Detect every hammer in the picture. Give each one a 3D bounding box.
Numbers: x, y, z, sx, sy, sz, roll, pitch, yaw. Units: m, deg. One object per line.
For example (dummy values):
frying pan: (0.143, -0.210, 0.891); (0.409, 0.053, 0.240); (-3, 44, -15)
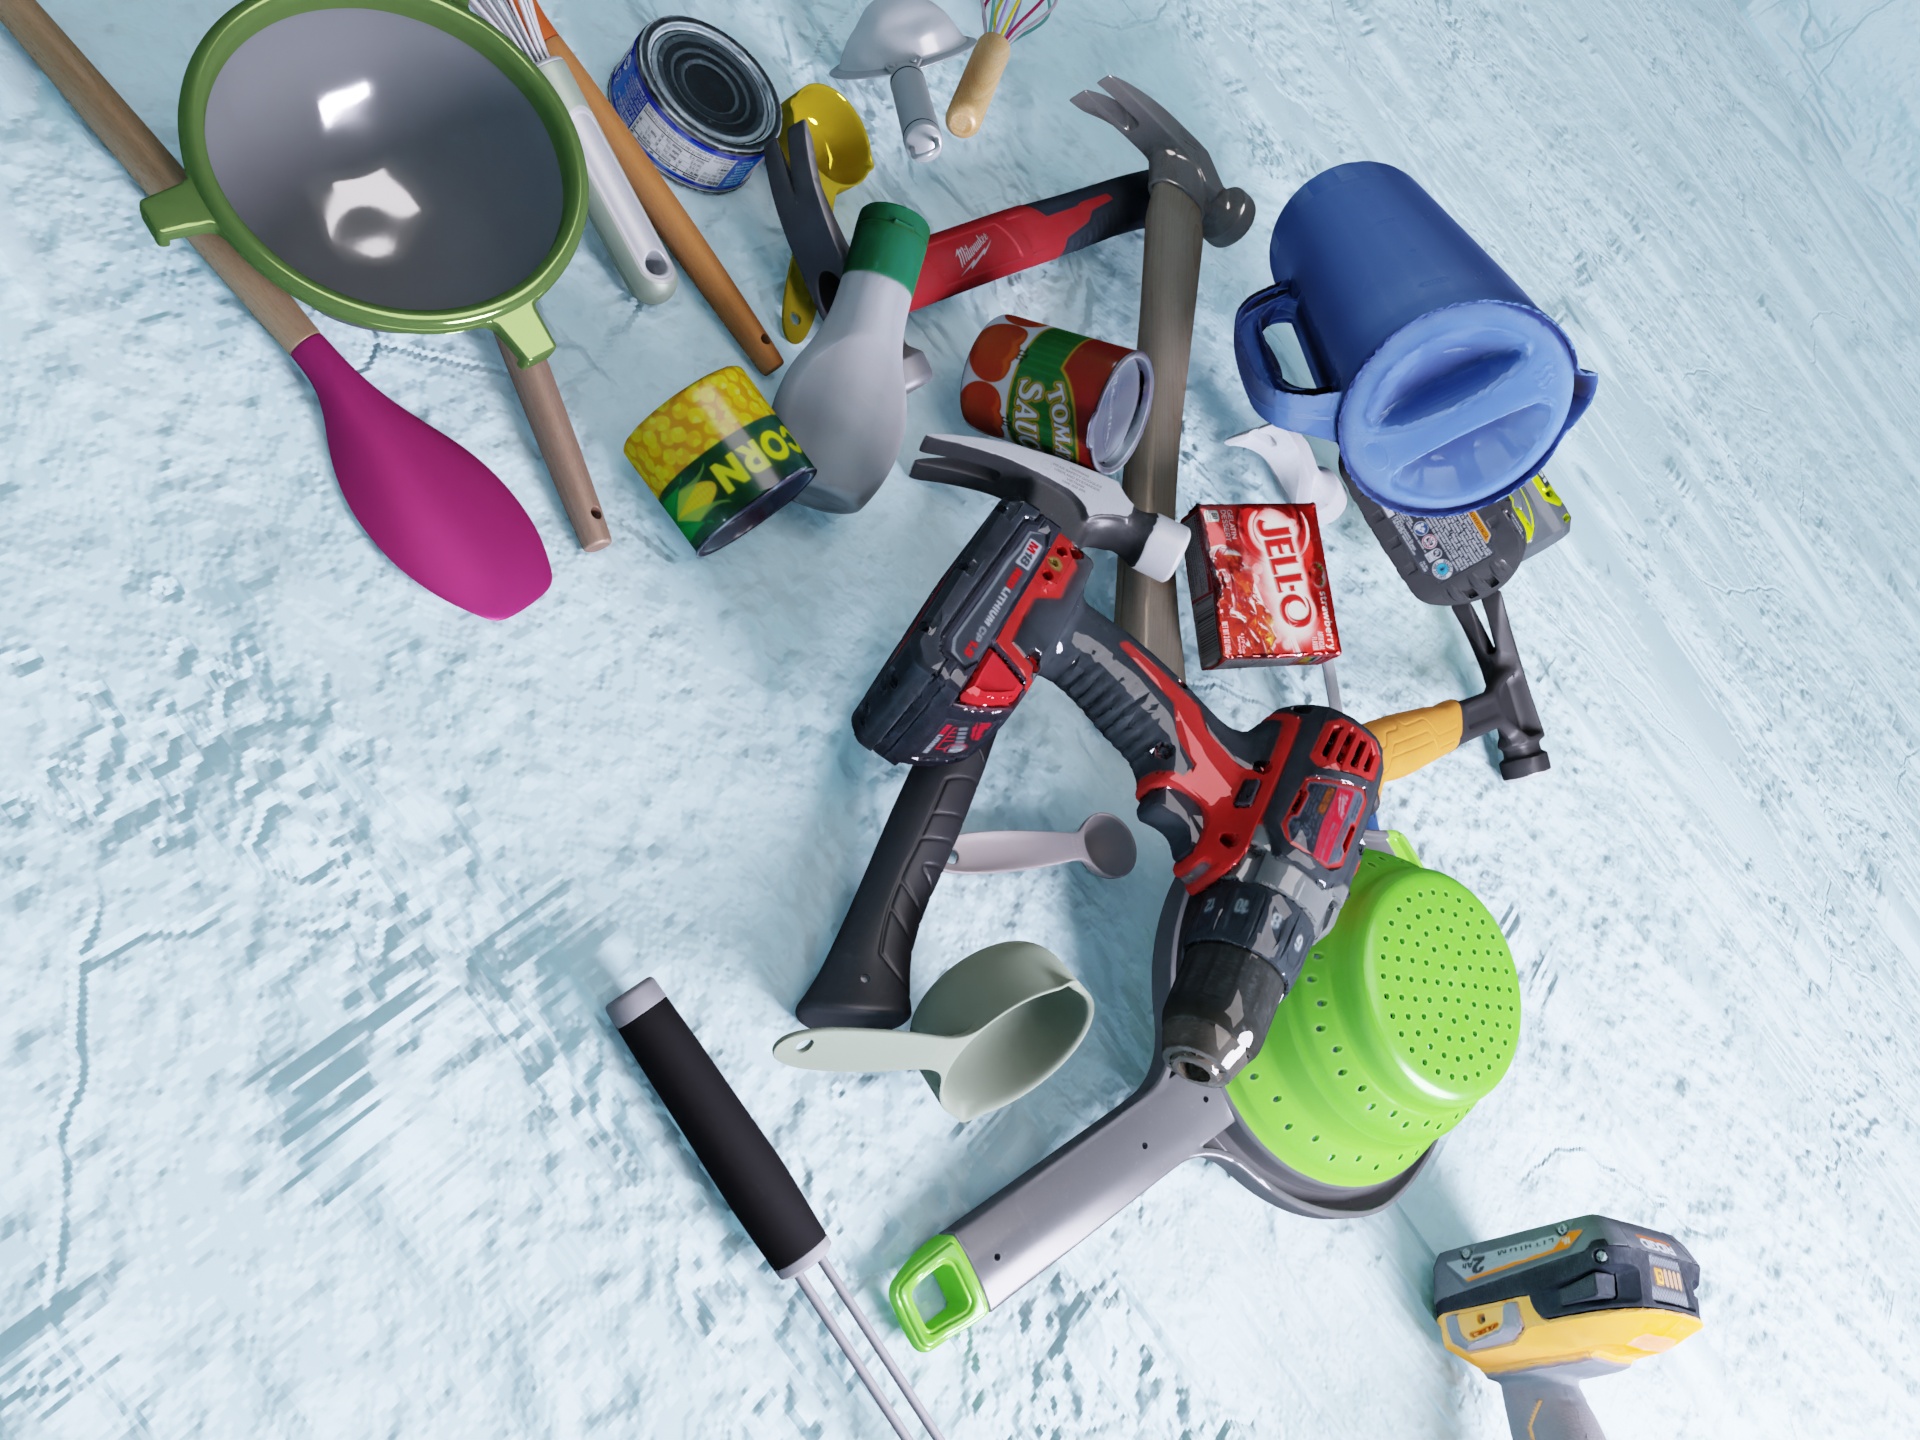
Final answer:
hammer: (0.217, 0.012, 0.915); (0.144, 0.035, 0.406); (28, 51, -55)
hammer: (0.278, -0.002, 0.936); (0.337, 0.034, 0.127); (-14, 87, -56)
hammer: (0.107, -0.182, 0.913); (0.146, 0.038, 0.411); (28, 58, -37)
hammer: (-0.001, -0.002, 0.743); (0.146, 0.035, 0.335); (25, 56, -3)
hammer: (0.039, -0.302, 0.938); (0.386, 0.038, 0.143); (-36, 106, -47)

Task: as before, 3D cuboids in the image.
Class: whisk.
whisk: (0.023, -0.418, 0.978); (0.051, 0.047, 0.245); (57, 33, -36)
whisk: (-0.196, -0.305, 0.726); (0.058, 0.059, 0.246); (-40, 109, -38)

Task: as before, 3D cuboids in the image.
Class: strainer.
strainer: (-0.226, -0.262, 0.656); (0.151, 0.069, 0.256); (15, 68, -23)
strainer: (-0.028, -0.345, 0.850); (0.259, 0.087, 0.050); (-100, 176, -52)

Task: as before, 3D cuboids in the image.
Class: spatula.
spatula: (-0.190, -0.302, 0.773); (0.322, 0.041, 0.081); (55, 46, -8)

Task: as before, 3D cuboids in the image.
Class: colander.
colander: (0.139, 0.160, 0.715); (0.397, 0.094, 0.204); (-25, 89, -37)

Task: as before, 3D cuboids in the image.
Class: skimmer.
skimmer: (-0.019, 0.248, 0.571); (0.127, 0.090, 0.363); (-33, 88, -14)

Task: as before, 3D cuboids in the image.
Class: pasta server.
pasta server: (-0.219, -0.218, 0.701); (0.060, 0.040, 0.316); (-18, 83, -44)

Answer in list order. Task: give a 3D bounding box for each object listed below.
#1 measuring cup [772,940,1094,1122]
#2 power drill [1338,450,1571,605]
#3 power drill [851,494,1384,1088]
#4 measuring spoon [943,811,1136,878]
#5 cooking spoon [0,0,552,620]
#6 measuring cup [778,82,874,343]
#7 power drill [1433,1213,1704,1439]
measuring cup: (-0.016, 0.118, 0.628); (0.167, 0.083, 0.038); (13, 29, -46)
power drill: (0.336, -0.181, 1.094); (0.190, 0.080, 0.228); (58, 33, -2)
power drill: (0.068, 0.030, 0.687); (0.226, 0.080, 0.188); (34, 56, -5)
measuring spoon: (0.032, 0.065, 0.771); (0.124, 0.018, 0.034); (0, 68, -33)
cooking spoon: (-0.277, -0.169, 0.629); (0.319, 0.017, 0.069); (50, 44, -8)
measuring cup: (-0.084, -0.265, 0.844); (0.062, 0.029, 0.157); (26, 65, -42)
power drill: (0.315, 0.352, 0.734); (0.084, 0.185, 0.226); (22, 52, -29)
